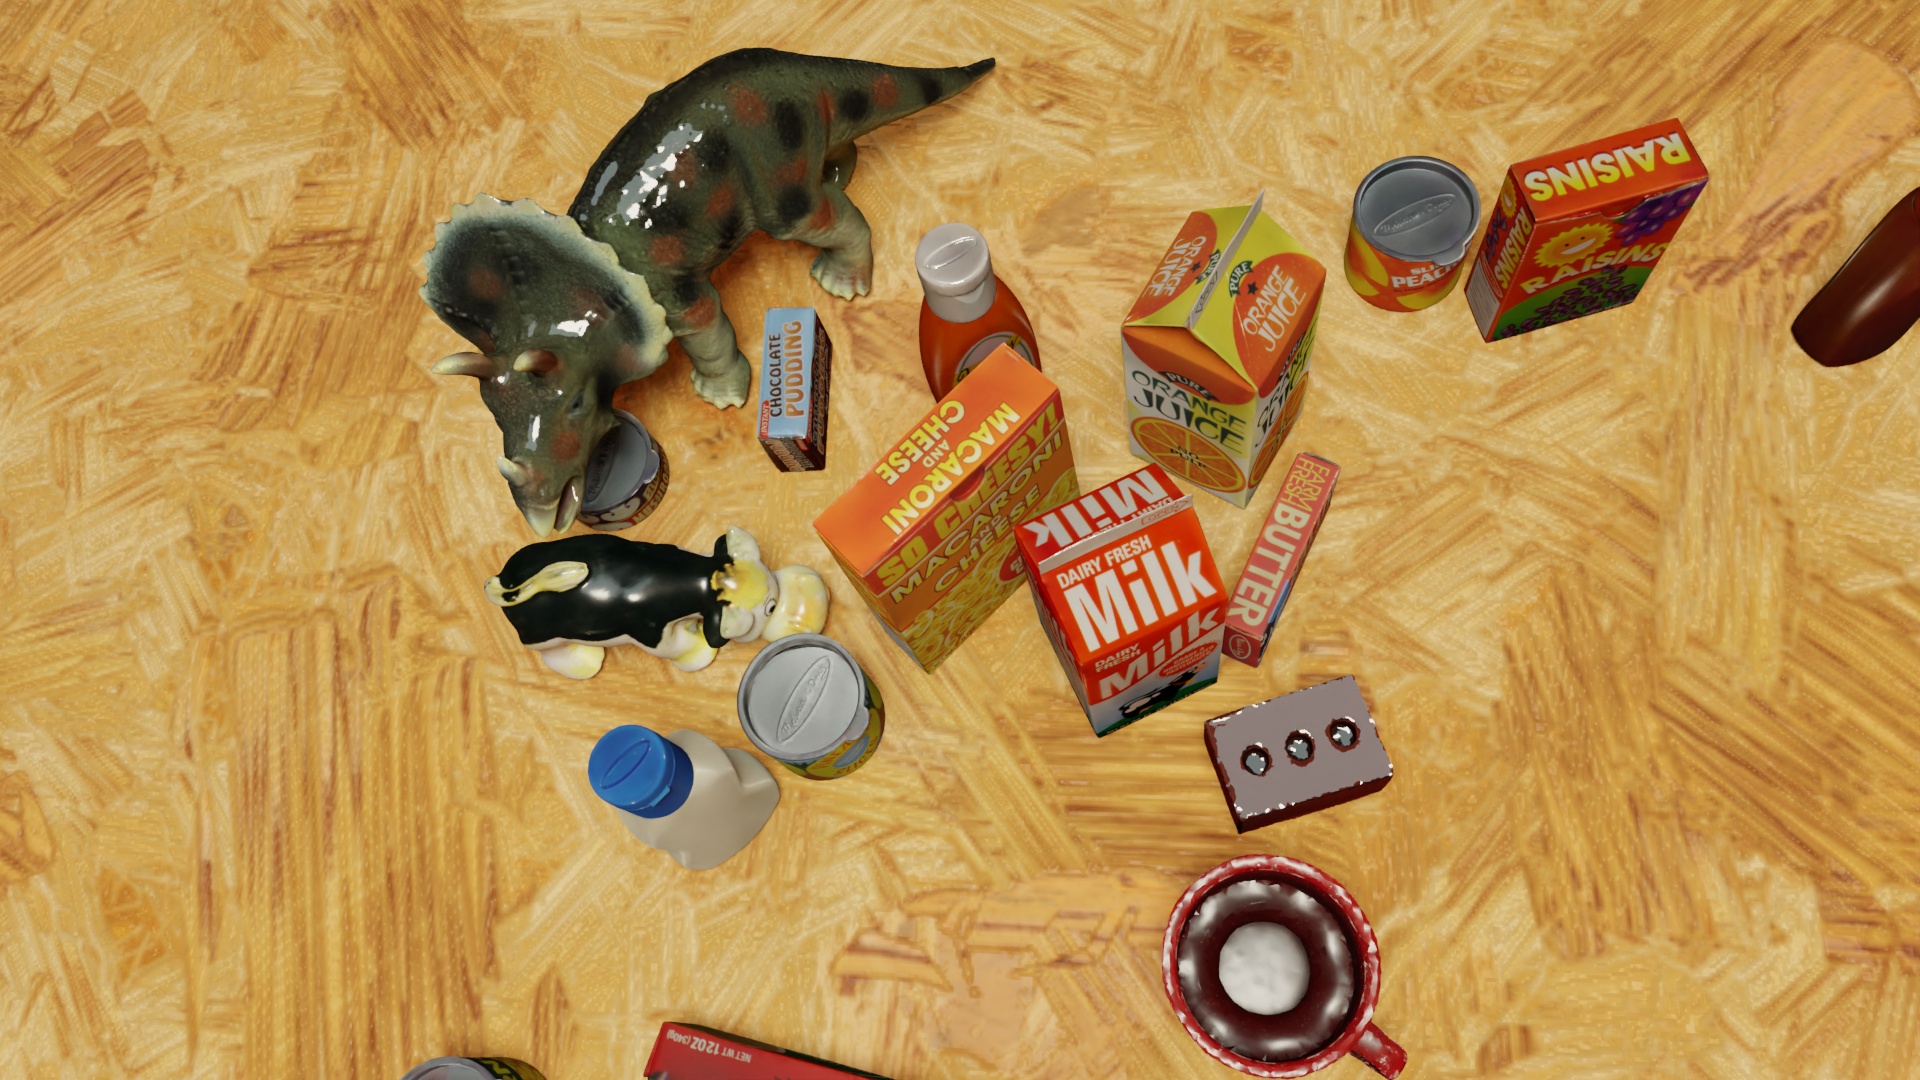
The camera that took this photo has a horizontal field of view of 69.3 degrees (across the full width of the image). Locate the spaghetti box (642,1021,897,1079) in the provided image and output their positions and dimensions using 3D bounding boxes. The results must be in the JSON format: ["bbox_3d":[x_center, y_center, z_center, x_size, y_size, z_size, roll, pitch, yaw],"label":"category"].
[{"bbox_3d":[-0.023,0.271,0.648,0.250,0.050,0.029,11,72,13],"label":"spaghetti box"}]

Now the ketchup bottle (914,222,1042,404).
[{"bbox_3d":[0.006,-0.114,0.736,0.065,0.148,0.043,-30,68,-3],"label":"ketchup bottle"}]

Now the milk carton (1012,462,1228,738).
[{"bbox_3d":[0.076,0.027,0.649,0.072,0.190,0.073,-25,68,-1],"label":"milk carton"}]

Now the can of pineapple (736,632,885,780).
[{"bbox_3d":[-0.075,0.089,0.721,0.071,0.057,0.071,-3,69,8],"label":"can of pineapple"}]

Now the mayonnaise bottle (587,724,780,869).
[{"bbox_3d":[-0.134,0.121,0.669,0.041,0.147,0.065,42,81,20],"label":"mayonnaise bottle"}]

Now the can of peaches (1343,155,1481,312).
[{"bbox_3d":[0.249,-0.166,0.766,0.071,0.058,0.071,-3,69,8],"label":"can of peaches"}]

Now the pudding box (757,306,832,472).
[{"bbox_3d":[-0.094,-0.087,0.794,0.030,0.049,0.084,-2,69,8],"label":"pudding box"}]

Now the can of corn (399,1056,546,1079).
[{"bbox_3d":[-0.235,0.283,0.672,0.071,0.058,0.071,-3,69,8],"label":"can of corn"}]

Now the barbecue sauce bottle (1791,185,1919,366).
[{"bbox_3d":[0.464,-0.140,0.674,0.065,0.148,0.044,-30,68,-3],"label":"barbecue sauce bottle"}]

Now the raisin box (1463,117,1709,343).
[{"bbox_3d":[0.317,-0.156,0.717,0.086,0.123,0.040,-15,68,3],"label":"raisin box"}]

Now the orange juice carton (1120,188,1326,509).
[{"bbox_3d":[0.129,-0.093,0.685,0.073,0.192,0.072,28,77,17],"label":"orange juice carton"}]

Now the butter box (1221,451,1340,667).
[{"bbox_3d":[0.164,0.010,0.716,0.024,0.053,0.104,23,75,16],"label":"butter box"}]

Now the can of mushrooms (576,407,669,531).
[{"bbox_3d":[-0.202,-0.040,0.802,0.071,0.033,0.071,-3,69,8],"label":"can of mushrooms"}]

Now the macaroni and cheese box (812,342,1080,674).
[{"bbox_3d":[0.002,-0.009,0.687,0.124,0.166,0.040,-44,70,-8],"label":"macaroni and cheese box"}]
